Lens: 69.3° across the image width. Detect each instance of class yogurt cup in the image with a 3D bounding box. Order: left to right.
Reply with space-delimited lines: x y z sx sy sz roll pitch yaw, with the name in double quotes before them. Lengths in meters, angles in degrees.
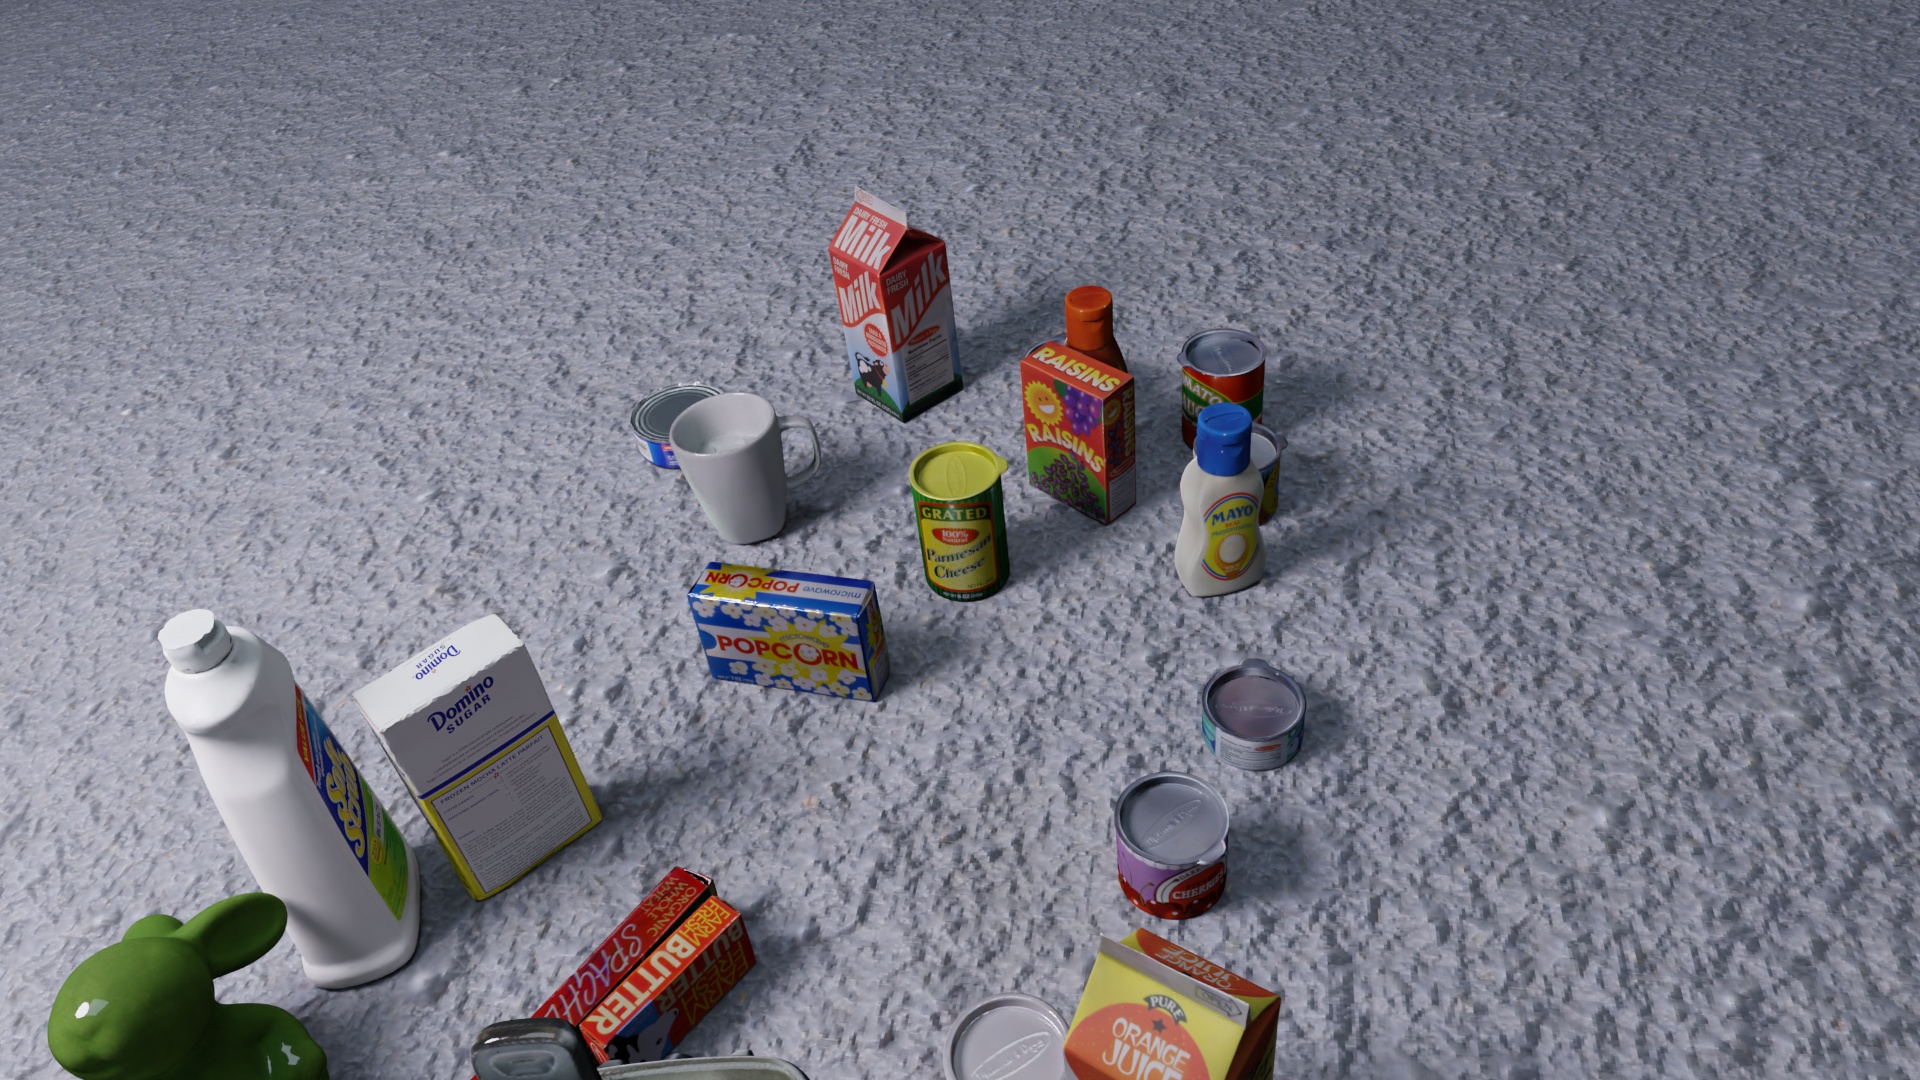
"yogurt cup" 0.027 0.279 0.723 0.072 0.053 0.073 -4 41 4

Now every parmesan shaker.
"parmesan shaker" 0.004 -0.013 1.021 0.071 0.102 0.072 -4 41 4

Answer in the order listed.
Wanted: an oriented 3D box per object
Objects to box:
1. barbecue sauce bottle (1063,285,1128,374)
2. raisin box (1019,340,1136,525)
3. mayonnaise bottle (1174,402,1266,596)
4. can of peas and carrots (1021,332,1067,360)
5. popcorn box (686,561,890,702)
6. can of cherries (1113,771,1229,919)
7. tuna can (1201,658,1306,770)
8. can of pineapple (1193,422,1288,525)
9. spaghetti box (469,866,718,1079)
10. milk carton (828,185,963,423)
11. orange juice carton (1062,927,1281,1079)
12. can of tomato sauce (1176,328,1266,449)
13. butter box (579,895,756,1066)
"barbecue sauce bottle" 0.105 -0.131 1.105 0.065 0.147 0.044 -9 41 -2
"raisin box" 0.092 -0.083 1.072 0.040 0.122 0.086 -36 49 -29
"mayonnaise bottle" 0.184 -0.027 0.977 0.065 0.147 0.041 -14 42 -7
"can of peas and carrots" 0.087 -0.132 1.177 0.071 0.058 0.071 -4 41 4
"popcorn box" -0.117 0.063 0.966 0.127 0.084 0.038 6 43 15
"can of cherries" 0.125 0.181 0.816 0.071 0.058 0.072 -4 41 4
"tuna can" 0.190 0.113 0.904 0.071 0.032 0.071 -4 41 4
"can of pineapple" 0.213 -0.050 1.066 0.071 0.057 0.071 -4 41 4
"spaghetti box" -0.223 0.283 0.758 0.029 0.050 0.251 21 49 29
"milk carton" -0.056 -0.204 1.181 0.074 0.189 0.072 -33 47 -26
"orange juice carton" 0.098 0.249 0.642 0.072 0.191 0.073 21 49 29
"can of tomato sauce" 0.211 -0.118 1.125 0.071 0.082 0.071 -4 41 4
"butter box" -0.162 0.254 0.780 0.024 0.052 0.104 24 50 31
